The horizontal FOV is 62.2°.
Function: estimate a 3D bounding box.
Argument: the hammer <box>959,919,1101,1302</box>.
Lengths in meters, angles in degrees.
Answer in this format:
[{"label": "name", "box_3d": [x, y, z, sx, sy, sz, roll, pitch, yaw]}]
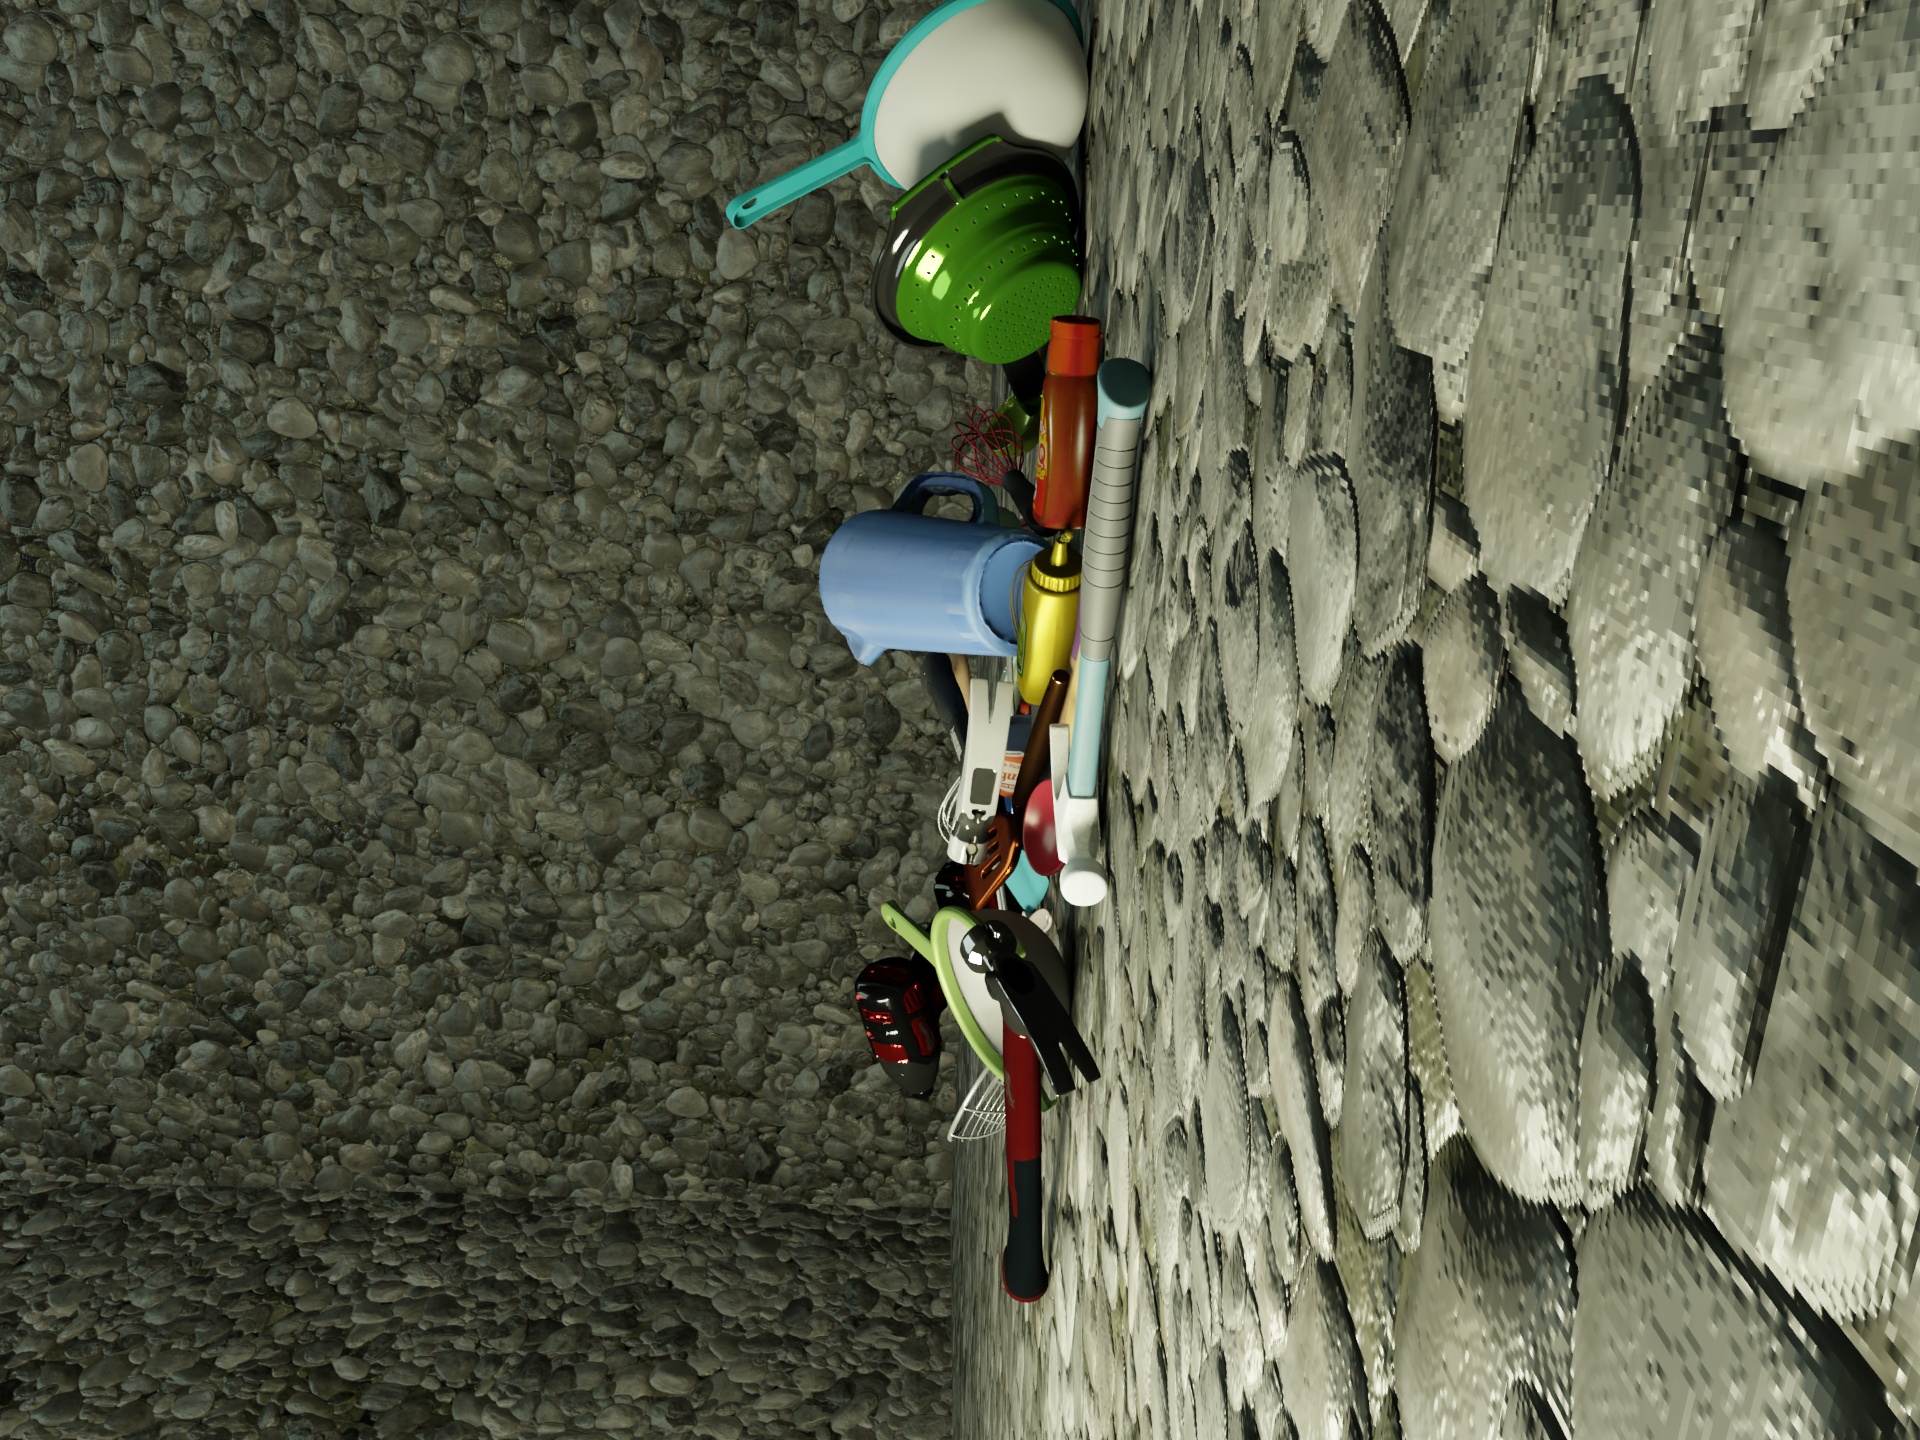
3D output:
[{"label": "hammer", "box_3d": [0.053, 0.323, 1.156, 0.143, 0.038, 0.385, -127, 25, -45]}]

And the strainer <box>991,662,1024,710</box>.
[{"label": "strainer", "box_3d": [0.060, -0.084, 1.815, 0.087, 0.050, 0.259, 118, 161, -73]}]

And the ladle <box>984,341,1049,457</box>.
[{"label": "ladle", "box_3d": [0.070, -0.388, 1.585, 0.320, 0.062, 0.078, 99, 176, -53]}]

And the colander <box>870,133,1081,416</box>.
[{"label": "colander", "box_3d": [0.053, -0.347, 1.414, 0.095, 0.204, 0.396, 55, -178, 21]}]

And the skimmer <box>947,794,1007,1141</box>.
[{"label": "skimmer", "box_3d": [0.012, 0.193, 1.435, 0.127, 0.090, 0.363, 5, -103, -75]}]

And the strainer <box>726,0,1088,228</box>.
[{"label": "strainer", "box_3d": [-0.026, -0.467, 1.319, 0.095, 0.340, 0.210, 58, 172, 20]}]

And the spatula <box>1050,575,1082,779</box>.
[{"label": "spatula", "box_3d": [0.086, -0.030, 1.154, 0.315, 0.018, 0.060, 95, 168, -53]}]

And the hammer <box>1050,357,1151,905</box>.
[{"label": "hammer", "box_3d": [0.084, -0.055, 0.973, 0.128, 0.033, 0.330, -92, 5, -59]}]

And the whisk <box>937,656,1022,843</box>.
[{"label": "whisk", "box_3d": [0.034, 0.020, 1.634, 0.059, 0.058, 0.246, -1, -68, -68]}]

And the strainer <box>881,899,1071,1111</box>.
[{"label": "strainer", "box_3d": [0.018, 0.187, 1.263, 0.257, 0.069, 0.151, 29, 137, 58]}]

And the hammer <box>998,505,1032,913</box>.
[{"label": "hammer", "box_3d": [0.050, 0.000, 1.559, 0.144, 0.035, 0.405, -111, 19, -76]}]

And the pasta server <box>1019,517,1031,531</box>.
[{"label": "pasta server", "box_3d": [0.076, -0.137, 1.602, 0.316, 0.040, 0.060, -100, 12, -64]}]

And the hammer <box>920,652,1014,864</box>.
[{"label": "hammer", "box_3d": [-0.002, -0.004, 1.400, 0.335, 0.035, 0.146, -112, 30, -71]}]

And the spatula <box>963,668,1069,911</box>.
[{"label": "spatula", "box_3d": [0.043, 0.052, 1.268, 0.322, 0.041, 0.081, 103, 161, -58]}]

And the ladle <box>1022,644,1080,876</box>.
[{"label": "ladle", "box_3d": [0.080, 0.006, 1.129, 0.315, 0.031, 0.069, 97, 155, -50]}]

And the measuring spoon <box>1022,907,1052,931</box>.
[{"label": "measuring spoon", "box_3d": [0.074, 0.184, 1.440, 0.124, 0.018, 0.034, 124, 142, -74]}]

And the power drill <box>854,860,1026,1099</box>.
[{"label": "power drill", "box_3d": [-0.016, 0.242, 1.491, 0.220, 0.078, 0.143, -49, -48, -47]}]

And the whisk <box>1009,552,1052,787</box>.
[{"label": "whisk", "box_3d": [0.070, -0.020, 1.302, 0.055, 0.055, 0.239, -112, 19, -86]}]

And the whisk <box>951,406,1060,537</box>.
[{"label": "whisk", "box_3d": [0.047, -0.239, 1.541, 0.296, 0.073, 0.073, -117, 27, -59]}]

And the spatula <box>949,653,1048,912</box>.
[{"label": "spatula", "box_3d": [0.026, 0.028, 1.527, 0.082, 0.044, 0.318, 112, 151, -59]}]
